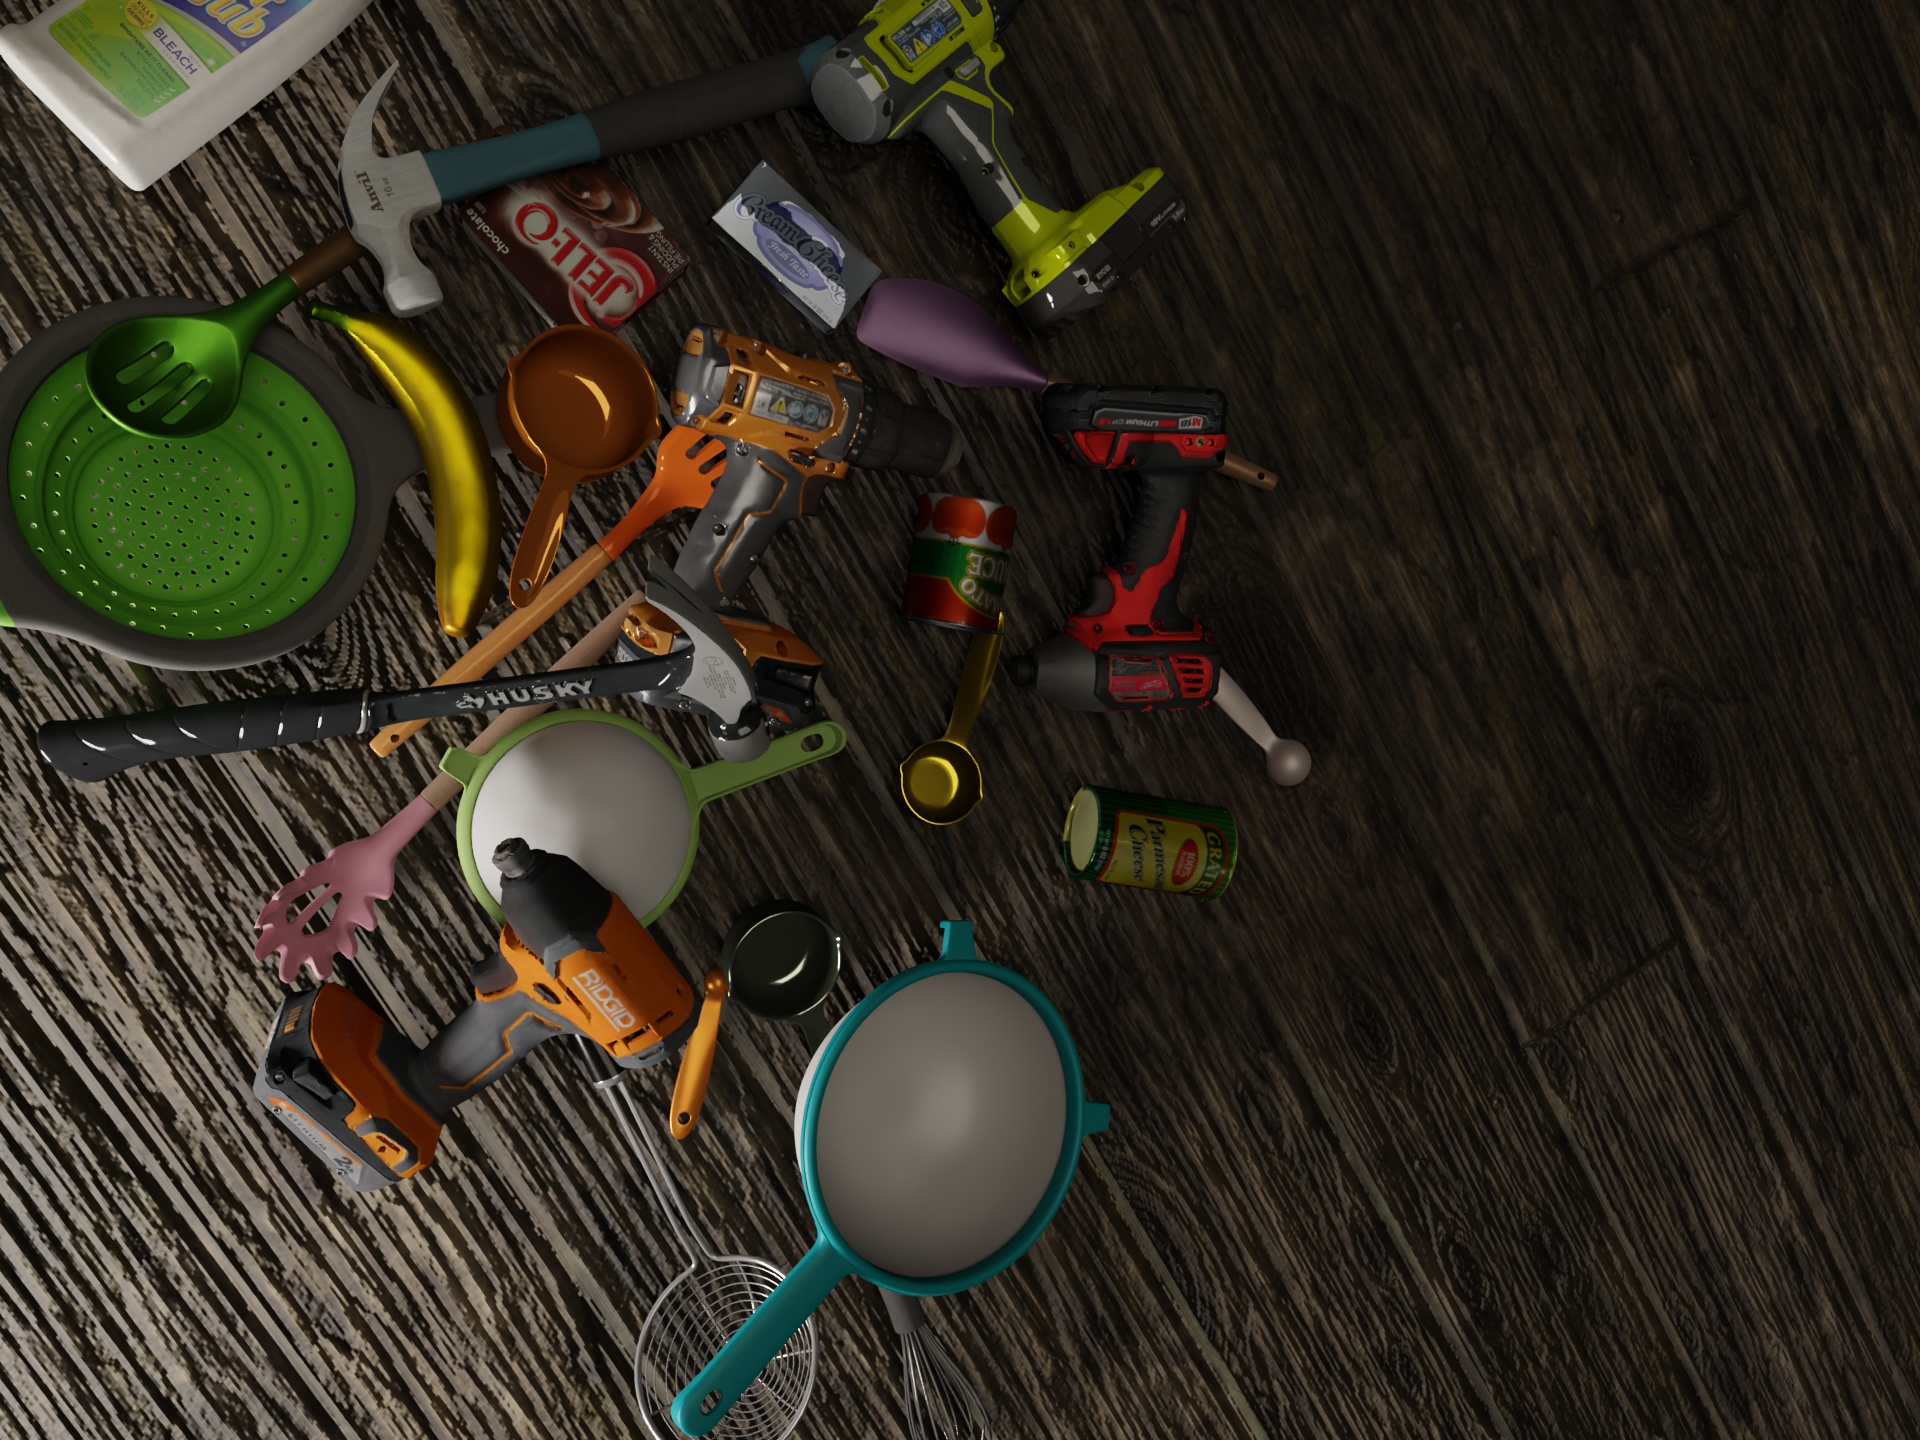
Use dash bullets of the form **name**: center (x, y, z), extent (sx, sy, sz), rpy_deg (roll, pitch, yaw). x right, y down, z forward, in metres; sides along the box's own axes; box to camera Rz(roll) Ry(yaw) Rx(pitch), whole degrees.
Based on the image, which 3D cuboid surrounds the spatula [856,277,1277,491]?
- **spatula**: center (0.081, -0.223, 1.086), extent (0.315, 0.018, 0.060), rpy_deg (21, 89, -16)

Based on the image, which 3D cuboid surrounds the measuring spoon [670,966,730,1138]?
- **measuring spoon**: center (-0.171, 0.219, 1.045), extent (0.021, 0.011, 0.117), rpy_deg (14, 90, -17)

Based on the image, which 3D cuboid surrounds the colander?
- **colander**: center (-0.370, -0.147, 0.934), extent (0.397, 0.094, 0.204), rpy_deg (-20, 94, -32)

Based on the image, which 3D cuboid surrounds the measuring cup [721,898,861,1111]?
- **measuring cup**: center (-0.104, 0.191, 1.057), extent (0.083, 0.038, 0.167), rpy_deg (-28, 117, -14)

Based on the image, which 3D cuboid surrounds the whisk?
- **whisk**: center (-0.033, 0.410, 1.082), extent (0.055, 0.055, 0.239), rpy_deg (-21, 96, -14)

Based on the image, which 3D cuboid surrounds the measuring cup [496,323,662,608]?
- **measuring cup**: center (-0.239, -0.144, 0.929), extent (0.095, 0.052, 0.174), rpy_deg (22, 76, -29)

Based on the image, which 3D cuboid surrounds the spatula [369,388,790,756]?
- **spatula**: center (-0.238, -0.088, 0.990), extent (0.322, 0.041, 0.081), rpy_deg (-43, 121, -8)

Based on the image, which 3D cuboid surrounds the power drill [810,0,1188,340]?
- **power drill**: center (0.038, -0.382, 1.026), extent (0.228, 0.080, 0.190), rpy_deg (48, 64, -13)

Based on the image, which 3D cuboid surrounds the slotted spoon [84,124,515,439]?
- **slotted spoon**: center (-0.355, -0.255, 0.891), extent (0.070, 0.031, 0.314), rpy_deg (46, 56, -13)

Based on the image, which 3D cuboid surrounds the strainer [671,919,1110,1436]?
- **strainer**: center (-0.069, 0.298, 1.014), extent (0.340, 0.095, 0.210), rpy_deg (-45, 112, -24)

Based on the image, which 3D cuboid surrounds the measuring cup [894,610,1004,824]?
- **measuring cup**: center (-0.002, -0.003, 1.078), extent (0.062, 0.029, 0.156), rpy_deg (22, 76, -16)

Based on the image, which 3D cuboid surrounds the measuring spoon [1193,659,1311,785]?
- **measuring spoon**: center (0.209, -0.001, 1.138), extent (0.034, 0.018, 0.124), rpy_deg (-46, 103, -9)

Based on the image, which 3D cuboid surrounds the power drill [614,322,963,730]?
- **power drill**: center (-0.106, -0.112, 0.985), extent (0.185, 0.084, 0.226), rpy_deg (11, 101, -29)

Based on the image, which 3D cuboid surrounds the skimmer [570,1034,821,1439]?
- **skimmer**: center (-0.200, 0.289, 0.998), extent (0.127, 0.090, 0.363), rpy_deg (-23, 98, 7)

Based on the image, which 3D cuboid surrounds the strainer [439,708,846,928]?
- **strainer**: center (-0.179, 0.051, 0.987), extent (0.256, 0.069, 0.151), rpy_deg (-21, 99, -22)

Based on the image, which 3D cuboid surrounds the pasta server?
- **pasta server**: center (-0.306, 0.033, 0.981), extent (0.316, 0.040, 0.060), rpy_deg (-45, 116, -10)

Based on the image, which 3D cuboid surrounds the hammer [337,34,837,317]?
- **hammer**: center (-0.208, -0.350, 0.948), extent (0.331, 0.033, 0.128), rpy_deg (-28, 99, -27)

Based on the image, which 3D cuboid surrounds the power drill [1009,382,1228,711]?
- **power drill**: center (0.105, -0.113, 1.063), extent (0.143, 0.079, 0.219), rpy_deg (-2, 103, -13)

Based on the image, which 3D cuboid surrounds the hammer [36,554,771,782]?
- **hammer**: center (-0.322, -0.010, 0.900), extent (0.409, 0.149, 0.036), rpy_deg (-7, 51, 4)

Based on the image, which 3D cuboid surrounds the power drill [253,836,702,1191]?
- **power drill**: center (-0.288, 0.166, 0.926), extent (0.226, 0.084, 0.164), rpy_deg (-27, 121, 5)
